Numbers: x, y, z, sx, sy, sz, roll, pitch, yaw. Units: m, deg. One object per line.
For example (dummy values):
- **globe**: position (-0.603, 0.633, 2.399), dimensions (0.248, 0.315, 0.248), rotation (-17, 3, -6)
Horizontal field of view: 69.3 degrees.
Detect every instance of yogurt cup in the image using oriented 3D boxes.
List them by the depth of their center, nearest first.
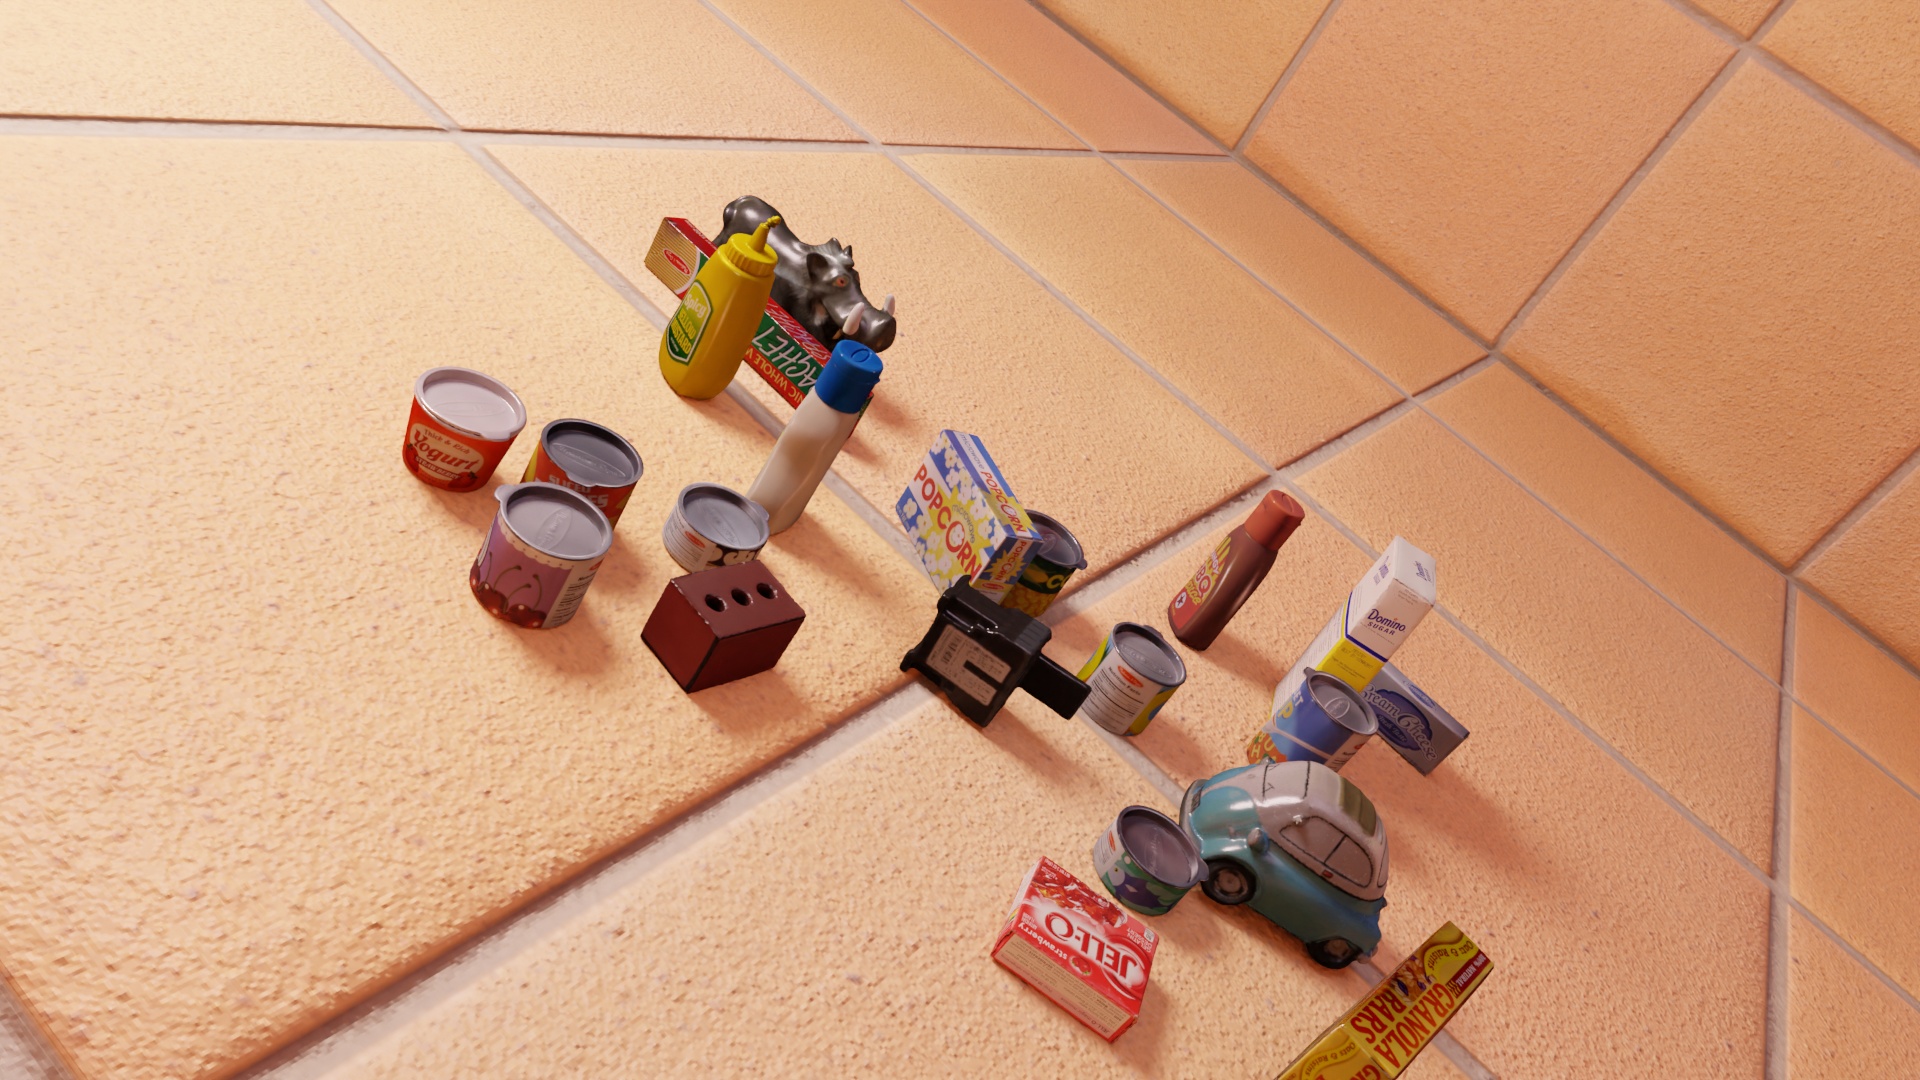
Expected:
- **yogurt cup**: position (-0.311, -0.067, 0.861), dimensions (0.072, 0.053, 0.073), rotation (25, 30, -16)

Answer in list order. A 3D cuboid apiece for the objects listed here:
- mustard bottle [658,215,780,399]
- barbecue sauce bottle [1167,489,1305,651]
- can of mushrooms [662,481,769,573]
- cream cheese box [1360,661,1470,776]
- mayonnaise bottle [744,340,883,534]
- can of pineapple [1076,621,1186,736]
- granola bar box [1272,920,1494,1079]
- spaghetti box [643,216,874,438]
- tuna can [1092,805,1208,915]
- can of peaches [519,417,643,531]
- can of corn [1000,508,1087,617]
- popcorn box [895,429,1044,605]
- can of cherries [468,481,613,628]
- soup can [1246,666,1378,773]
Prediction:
- **mustard bottle**: position (-0.179, -0.184, 1.060), dimensions (0.049, 0.159, 0.065), rotation (3, 41, -43)
- **barbecue sauce bottle**: position (0.234, 0.023, 1.177), dimensions (0.043, 0.148, 0.065), rotation (27, 30, -13)
- **can of mushrooms**: position (-0.164, -0.006, 0.938), dimensions (0.071, 0.033, 0.071), rotation (25, 30, -16)
- **cream cheese box**: position (0.394, 0.155, 1.237), dimensions (0.104, 0.053, 0.024), rotation (44, 30, 17)
- **mayonnaise bottle**: position (-0.104, -0.073, 0.982), dimensions (0.041, 0.147, 0.065), rotation (35, 29, 2)
- **can of pineapple**: position (0.127, 0.103, 1.042), dimensions (0.071, 0.057, 0.071), rotation (25, 30, -16)
- **granola bar box**: position (0.225, 0.292, 0.790), dimensions (0.039, 0.123, 0.166), rotation (47, 32, 23)
- **spaghetti box**: position (-0.172, -0.180, 1.173), dimensions (0.250, 0.050, 0.029), rotation (44, 30, 17)
- **tuna can**: position (0.124, 0.210, 0.905), dimensions (0.071, 0.032, 0.071), rotation (25, 30, -16)
- **can of peaches**: position (-0.242, -0.033, 0.875), dimensions (0.071, 0.057, 0.071), rotation (25, 30, -16)
- **can of corn**: position (0.056, 0.020, 1.096), dimensions (0.071, 0.058, 0.071), rotation (25, 30, -16)
- **popcorn box**: position (0.004, -0.013, 1.065), dimensions (0.038, 0.085, 0.127), rotation (9, 37, -38)
- **can of cherries**: position (-0.247, 0.007, 0.809), dimensions (0.071, 0.058, 0.072), rotation (25, 30, -16)
- **soup can**: position (0.273, 0.152, 1.089), dimensions (0.071, 0.083, 0.072), rotation (25, 30, -16)
